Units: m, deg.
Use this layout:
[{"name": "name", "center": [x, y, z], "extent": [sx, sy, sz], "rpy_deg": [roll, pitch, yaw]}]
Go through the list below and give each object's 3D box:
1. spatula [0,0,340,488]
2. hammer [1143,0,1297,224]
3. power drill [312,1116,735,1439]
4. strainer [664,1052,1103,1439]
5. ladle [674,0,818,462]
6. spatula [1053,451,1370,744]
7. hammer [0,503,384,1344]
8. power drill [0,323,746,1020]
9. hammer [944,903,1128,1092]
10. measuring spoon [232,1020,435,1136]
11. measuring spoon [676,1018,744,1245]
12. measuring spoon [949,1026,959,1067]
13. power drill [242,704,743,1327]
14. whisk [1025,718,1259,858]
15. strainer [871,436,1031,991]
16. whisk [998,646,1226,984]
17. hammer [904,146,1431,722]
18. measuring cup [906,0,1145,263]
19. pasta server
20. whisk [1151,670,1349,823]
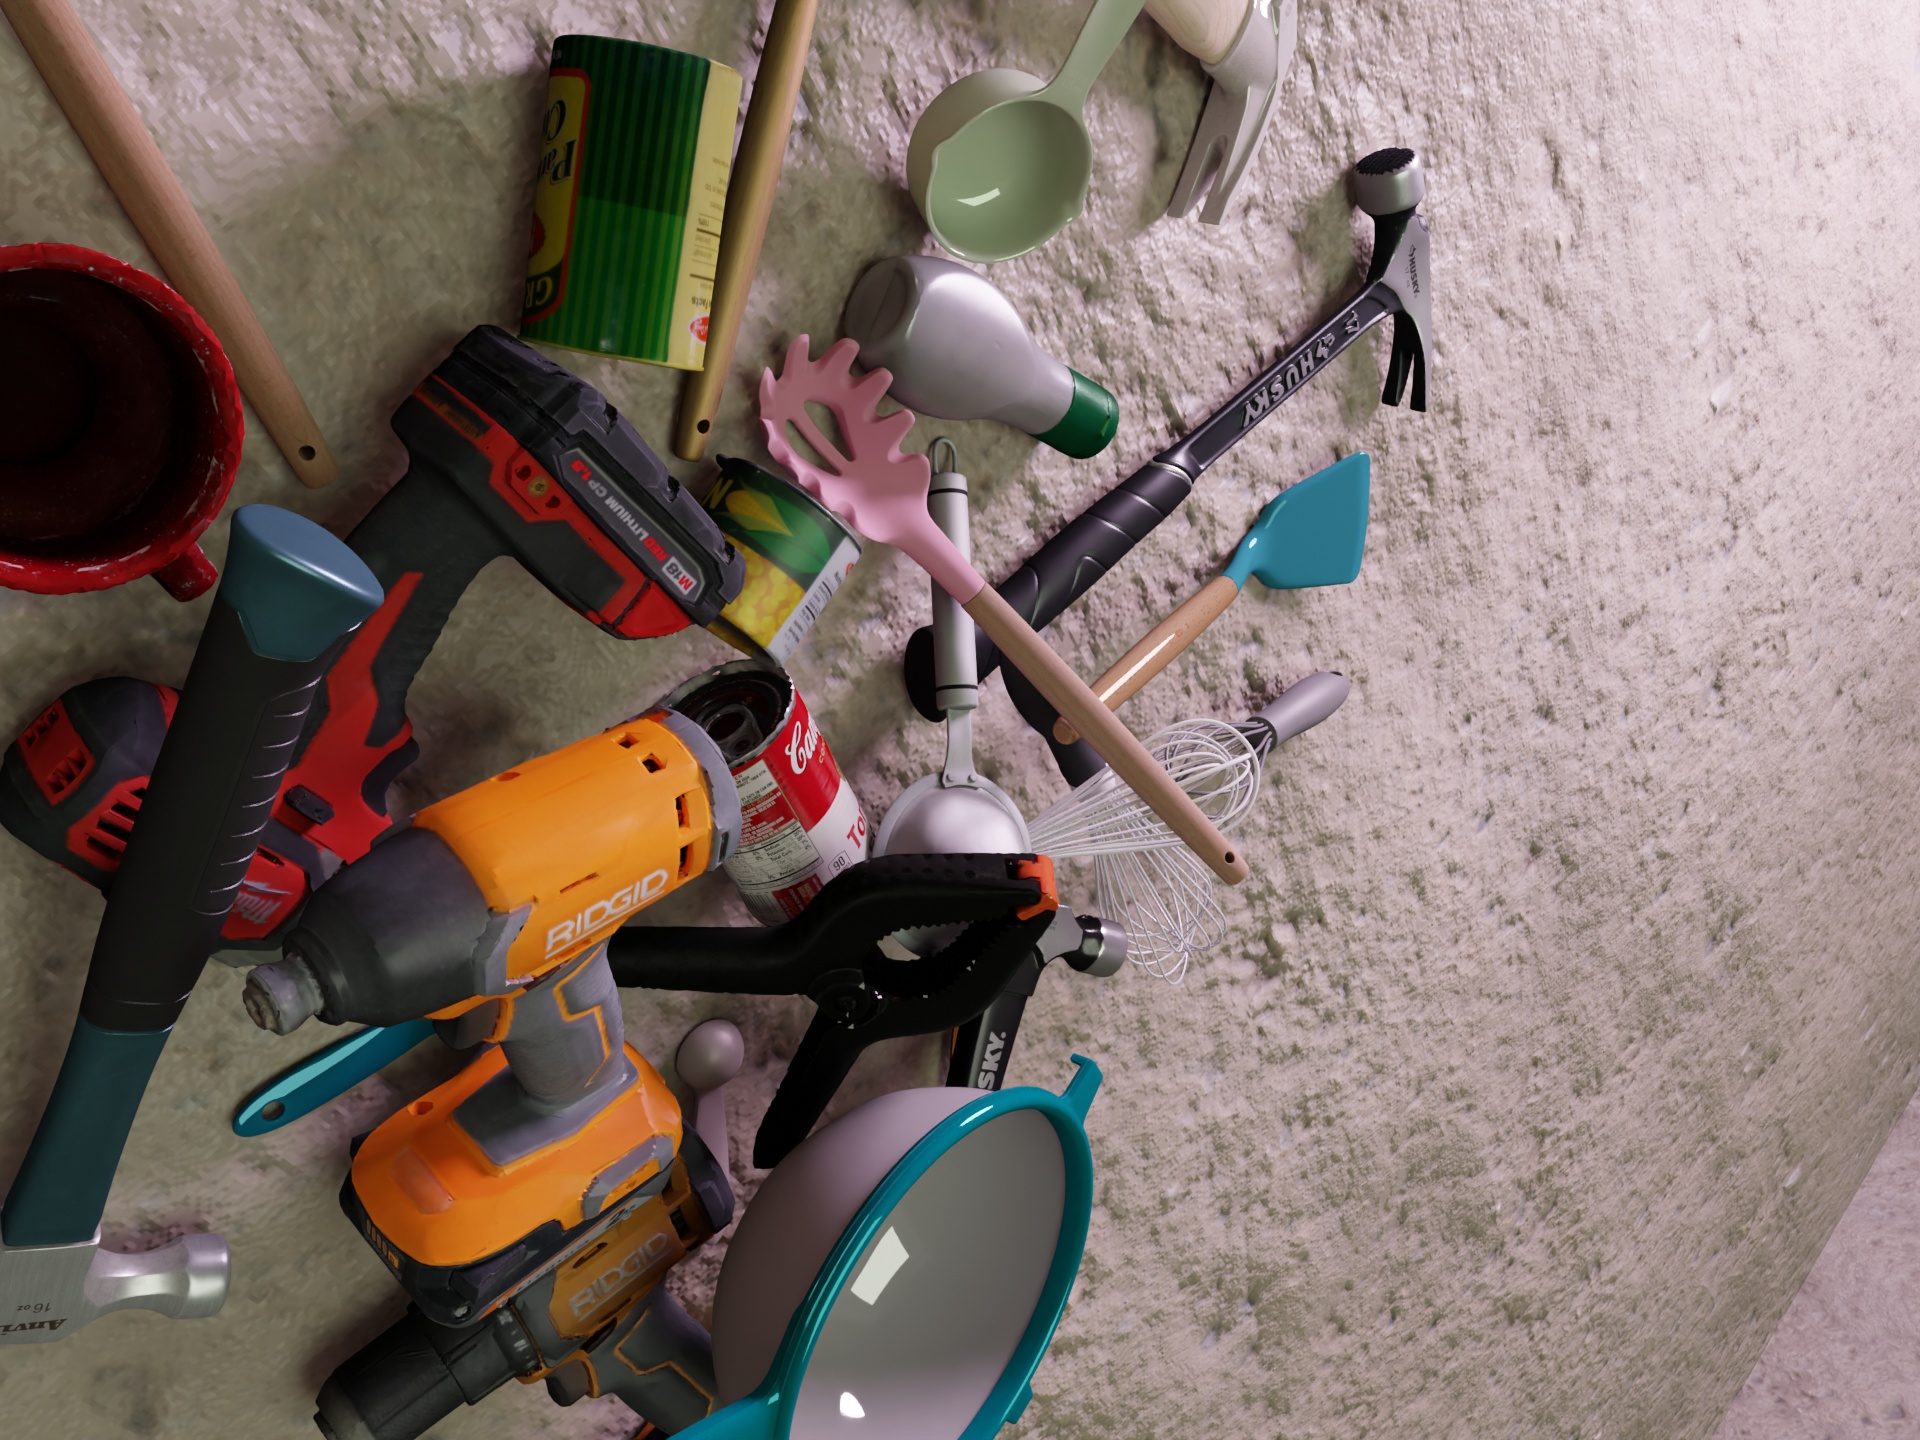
[{"name": "spatula", "center": [-0.263, -0.200, 0.450], "extent": [0.060, 0.018, 0.315], "rpy_deg": [-29, 127, -10]}, {"name": "hammer", "center": [0.023, -0.333, 0.619], "extent": [0.410, 0.038, 0.146], "rpy_deg": [11, 101, -52]}, {"name": "power drill", "center": [-0.165, 0.310, 0.712], "extent": [0.185, 0.084, 0.226], "rpy_deg": [-33, 122, -30]}, {"name": "strainer", "center": [-0.078, 0.249, 0.650], "extent": [0.340, 0.095, 0.211], "rpy_deg": [-8, 113, -51]}, {"name": "ladle", "center": [-0.069, -0.253, 0.607], "extent": [0.069, 0.031, 0.315], "rpy_deg": [5, 105, -44]}, {"name": "spatula", "center": [0.139, -0.059, 0.836], "extent": [0.317, 0.044, 0.082], "rpy_deg": [-39, 135, -47]}, {"name": "hammer", "center": [-0.250, 0.079, 0.489], "extent": [0.128, 0.033, 0.331], "rpy_deg": [10, 121, -41]}, {"name": "power drill", "center": [-0.184, -0.003, 0.561], "extent": [0.227, 0.080, 0.187], "rpy_deg": [-48, 139, -9]}, {"name": "hammer", "center": [-0.014, 0.249, 0.805], "extent": [0.146, 0.035, 0.335], "rpy_deg": [18, 84, -35]}, {"name": "measuring spoon", "center": [-0.219, 0.129, 0.623], "extent": [0.128, 0.021, 0.042], "rpy_deg": [-30, 125, -33]}, {"name": "measuring spoon", "center": [-0.115, 0.199, 0.753], "extent": [0.034, 0.018, 0.124], "rpy_deg": [-15, 116, -39]}, {"name": "measuring spoon", "center": [-0.001, 0.173, 0.859], "extent": [0.021, 0.011, 0.117], "rpy_deg": [-5, 106, -42]}, {"name": "power drill", "center": [-0.165, 0.113, 0.558], "extent": [0.164, 0.084, 0.226], "rpy_deg": [-29, 146, -41]}, {"name": "whisk", "center": [0.029, 0.059, 0.758], "extent": [0.246, 0.058, 0.059], "rpy_deg": [-20, 93, -7]}, {"name": "strainer", "center": [-0.001, -0.002, 0.711], "extent": [0.086, 0.050, 0.258], "rpy_deg": [2, 81, -34]}, {"name": "whisk", "center": [0.078, 0.051, 0.829], "extent": [0.070, 0.070, 0.284], "rpy_deg": [-49, 137, -17]}, {"name": "hammer", "center": [0.122, -0.134, 0.828], "extent": [0.409, 0.036, 0.149], "rpy_deg": [-41, 131, -23]}, {"name": "measuring cup", "center": [0.037, -0.266, 0.644], "extent": [0.083, 0.038, 0.167], "rpy_deg": [8, 130, -40]}, {"name": "pasta server", "center": [0.027, -0.037, 0.693], "extent": [0.316, 0.040, 0.060], "rpy_deg": [46, 72, -15]}, {"name": "whisk", "center": [0.172, 0.008, 0.897], "extent": [0.239, 0.055, 0.055], "rpy_deg": [-26, 125, -52]}]
